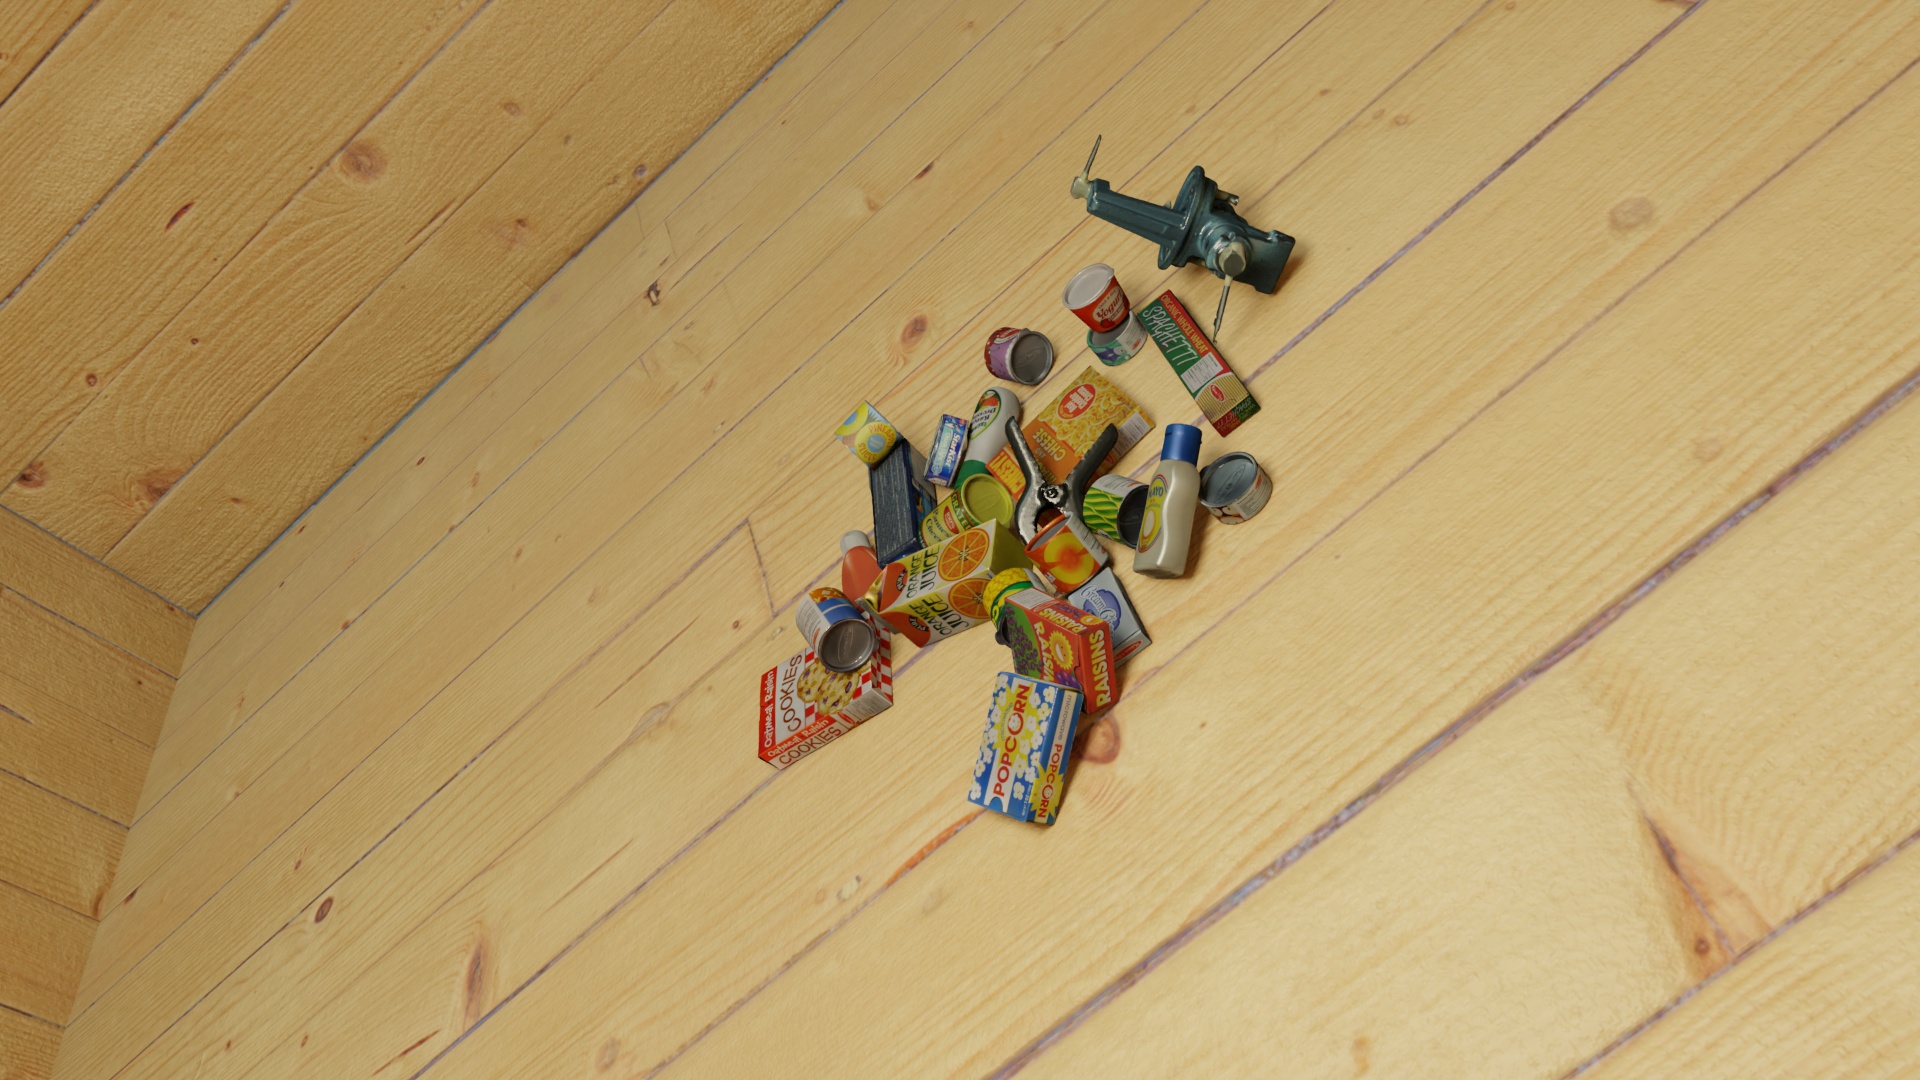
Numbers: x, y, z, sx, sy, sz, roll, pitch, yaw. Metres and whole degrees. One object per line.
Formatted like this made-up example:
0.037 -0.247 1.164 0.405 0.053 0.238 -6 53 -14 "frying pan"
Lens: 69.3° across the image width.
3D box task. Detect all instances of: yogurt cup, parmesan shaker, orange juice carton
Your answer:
0.159 -0.278 1.605 0.072 0.054 0.073 -28 39 25 "yogurt cup"
0.005 -0.019 1.538 0.102 0.071 0.072 -40 29 49 "parmesan shaker"
-0.021 0.054 1.510 0.192 0.071 0.073 -23 40 30 "orange juice carton"

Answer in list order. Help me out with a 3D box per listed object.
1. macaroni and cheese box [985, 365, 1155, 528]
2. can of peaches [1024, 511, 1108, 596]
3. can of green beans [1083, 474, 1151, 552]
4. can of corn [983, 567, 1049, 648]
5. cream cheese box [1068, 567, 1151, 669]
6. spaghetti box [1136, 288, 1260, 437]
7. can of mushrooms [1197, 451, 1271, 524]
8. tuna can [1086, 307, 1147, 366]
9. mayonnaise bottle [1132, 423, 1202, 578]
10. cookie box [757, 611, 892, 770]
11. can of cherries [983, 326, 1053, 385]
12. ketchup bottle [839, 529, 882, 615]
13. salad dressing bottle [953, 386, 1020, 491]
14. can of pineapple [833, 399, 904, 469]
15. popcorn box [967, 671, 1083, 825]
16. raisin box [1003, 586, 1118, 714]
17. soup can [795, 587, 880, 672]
0.120 -0.104 1.546 0.166 0.040 0.124 -43 35 4 "macaroni and cheese box"
0.105 0.014 1.408 0.071 0.058 0.071 -39 11 9 "can of peaches"
0.166 -0.030 1.399 0.071 0.071 0.058 -54 34 -9 "can of green beans"
0.059 0.070 1.411 0.071 0.071 0.058 -41 34 8 "can of corn"
0.144 0.076 1.353 0.053 0.024 0.104 -37 35 13 "cream cheese box"
0.254 -0.197 1.506 0.050 0.028 0.251 -38 35 13 "spaghetti box"
0.264 -0.051 1.345 0.071 0.033 0.071 -28 39 26 "can of mushrooms"
0.180 -0.239 1.623 0.071 0.032 0.071 -28 39 25 "tuna can"
0.204 -0.039 1.346 0.064 0.041 0.148 162 122 -69 "mayonnaise bottle"
-0.155 0.168 1.567 0.167 0.040 0.123 -32 37 21 "cookie box"
0.070 -0.228 1.697 0.071 0.071 0.058 -54 34 -9 "can of cherries"
-0.114 0.041 1.648 0.064 0.043 0.149 -39 35 11 "ketchup bottle"
0.030 -0.114 1.649 0.064 0.044 0.148 -18 44 44 "salad dressing bottle"
-0.111 -0.128 1.689 0.058 0.071 0.071 -46 34 0 "can of pineapple"
0.060 0.190 1.282 0.085 0.038 0.126 8 82 50 "popcorn box"
0.094 0.103 1.322 0.040 0.085 0.123 -20 24 -27 "raisin box"
-0.136 0.098 1.529 0.071 0.071 0.084 -47 34 1 "soup can"
